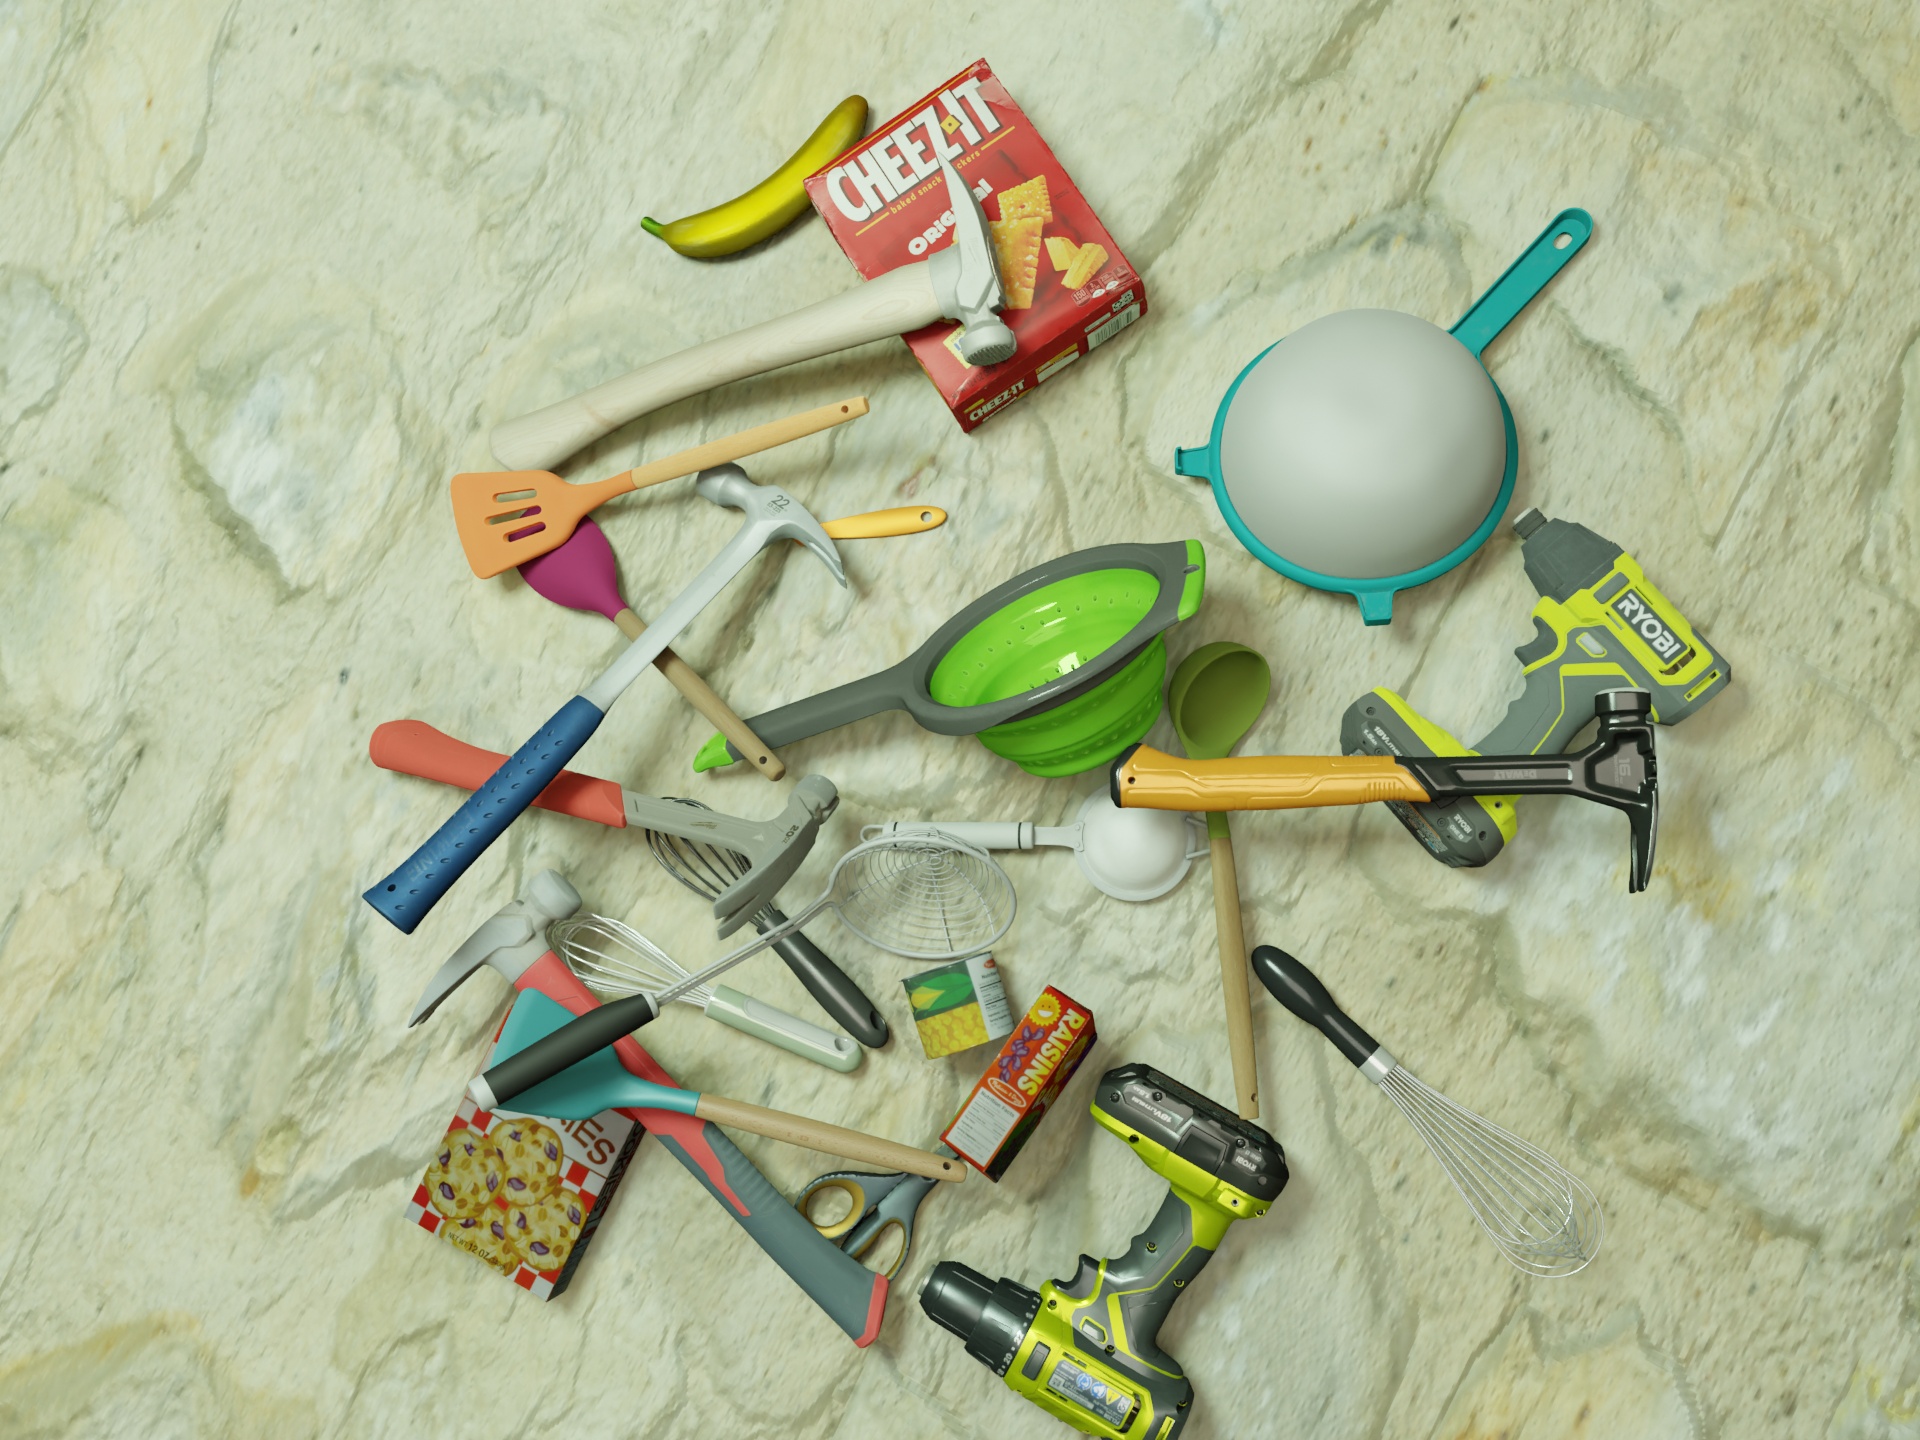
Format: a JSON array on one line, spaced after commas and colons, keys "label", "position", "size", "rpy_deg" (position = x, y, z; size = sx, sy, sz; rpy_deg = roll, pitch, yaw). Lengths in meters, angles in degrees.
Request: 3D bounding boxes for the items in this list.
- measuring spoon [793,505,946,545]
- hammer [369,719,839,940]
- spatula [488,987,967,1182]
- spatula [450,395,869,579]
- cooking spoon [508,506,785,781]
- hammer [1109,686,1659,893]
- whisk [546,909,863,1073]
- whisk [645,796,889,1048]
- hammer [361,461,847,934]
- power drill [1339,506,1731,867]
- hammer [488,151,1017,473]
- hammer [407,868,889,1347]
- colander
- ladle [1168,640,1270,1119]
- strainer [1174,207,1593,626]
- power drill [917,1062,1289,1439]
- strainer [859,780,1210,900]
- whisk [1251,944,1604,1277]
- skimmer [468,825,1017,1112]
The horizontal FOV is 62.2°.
[{"label": "measuring spoon", "position": [-0.068, -0.145, 1.172], "size": [0.117, 0.011, 0.021], "rpy_deg": [-6, 82, 7]}, {"label": "hammer", "position": [-0.272, 0.057, 1.110], "size": [0.359, 0.149, 0.036], "rpy_deg": [12, 126, 22]}, {"label": "spatula", "position": [-0.148, 0.258, 1.047], "size": [0.317, 0.044, 0.082], "rpy_deg": [15, 56, -2]}, {"label": "spatula", "position": [-0.216, -0.180, 1.143], "size": [0.322, 0.041, 0.081], "rpy_deg": [-14, 90, 18]}, {"label": "cooking spoon", "position": [-0.229, -0.061, 1.148], "size": [0.069, 0.017, 0.319], "rpy_deg": [-47, 65, 0]}, {"label": "hammer", "position": [0.264, 0.046, 1.008], "size": [0.337, 0.034, 0.127], "rpy_deg": [-1, 82, 9]}, {"label": "whisk", "position": [-0.183, 0.195, 1.131], "size": [0.246, 0.058, 0.059], "rpy_deg": [22, 122, 6]}, {"label": "whisk", "position": [-0.137, 0.144, 1.130], "size": [0.055, 0.055, 0.239], "rpy_deg": [-45, 83, 1]}, {"label": "hammer", "position": [-0.242, -0.015, 1.091], "size": [0.144, 0.035, 0.405], "rpy_deg": [32, 67, 21]}, {"label": "power drill", "position": [0.372, -0.023, 1.066], "size": [0.223, 0.080, 0.171], "rpy_deg": [-39, 79, -2]}, {"label": "hammer", "position": [-0.166, -0.270, 1.147], "size": [0.410, 0.038, 0.146], "rpy_deg": [-15, 82, 18]}, {"label": "hammer", "position": [-0.202, 0.288, 1.088], "size": [0.143, 0.038, 0.386], "rpy_deg": [-44, 86, 0]}, {"label": "colander", "position": [-0.002, -0.004, 1.104], "size": [0.397, 0.205, 0.094], "rpy_deg": [-19, 116, 21]}, {"label": "ladle", "position": [0.186, 0.105, 1.072], "size": [0.078, 0.062, 0.320], "rpy_deg": [2, 78, -33]}, {"label": "strainer", "position": [0.318, -0.244, 1.079], "size": [0.211, 0.095, 0.340], "rpy_deg": [43, 86, 18]}, {"label": "power drill", "position": [0.096, 0.349, 1.057], "size": [0.190, 0.080, 0.228], "rpy_deg": [28, 90, 10]}, {"label": "strainer", "position": [0.054, 0.082, 1.115], "size": [0.258, 0.050, 0.087], "rpy_deg": [-1, 83, 11]}, {"label": "whisk", "position": [0.300, 0.252, 1.051], "size": [0.285, 0.070, 0.070], "rpy_deg": [43, 90, 16]}, {"label": "skimmer", "position": [-0.135, 0.174, 1.036], "size": [0.363, 0.127, 0.090], "rpy_deg": [-27, 48, -22]}]
